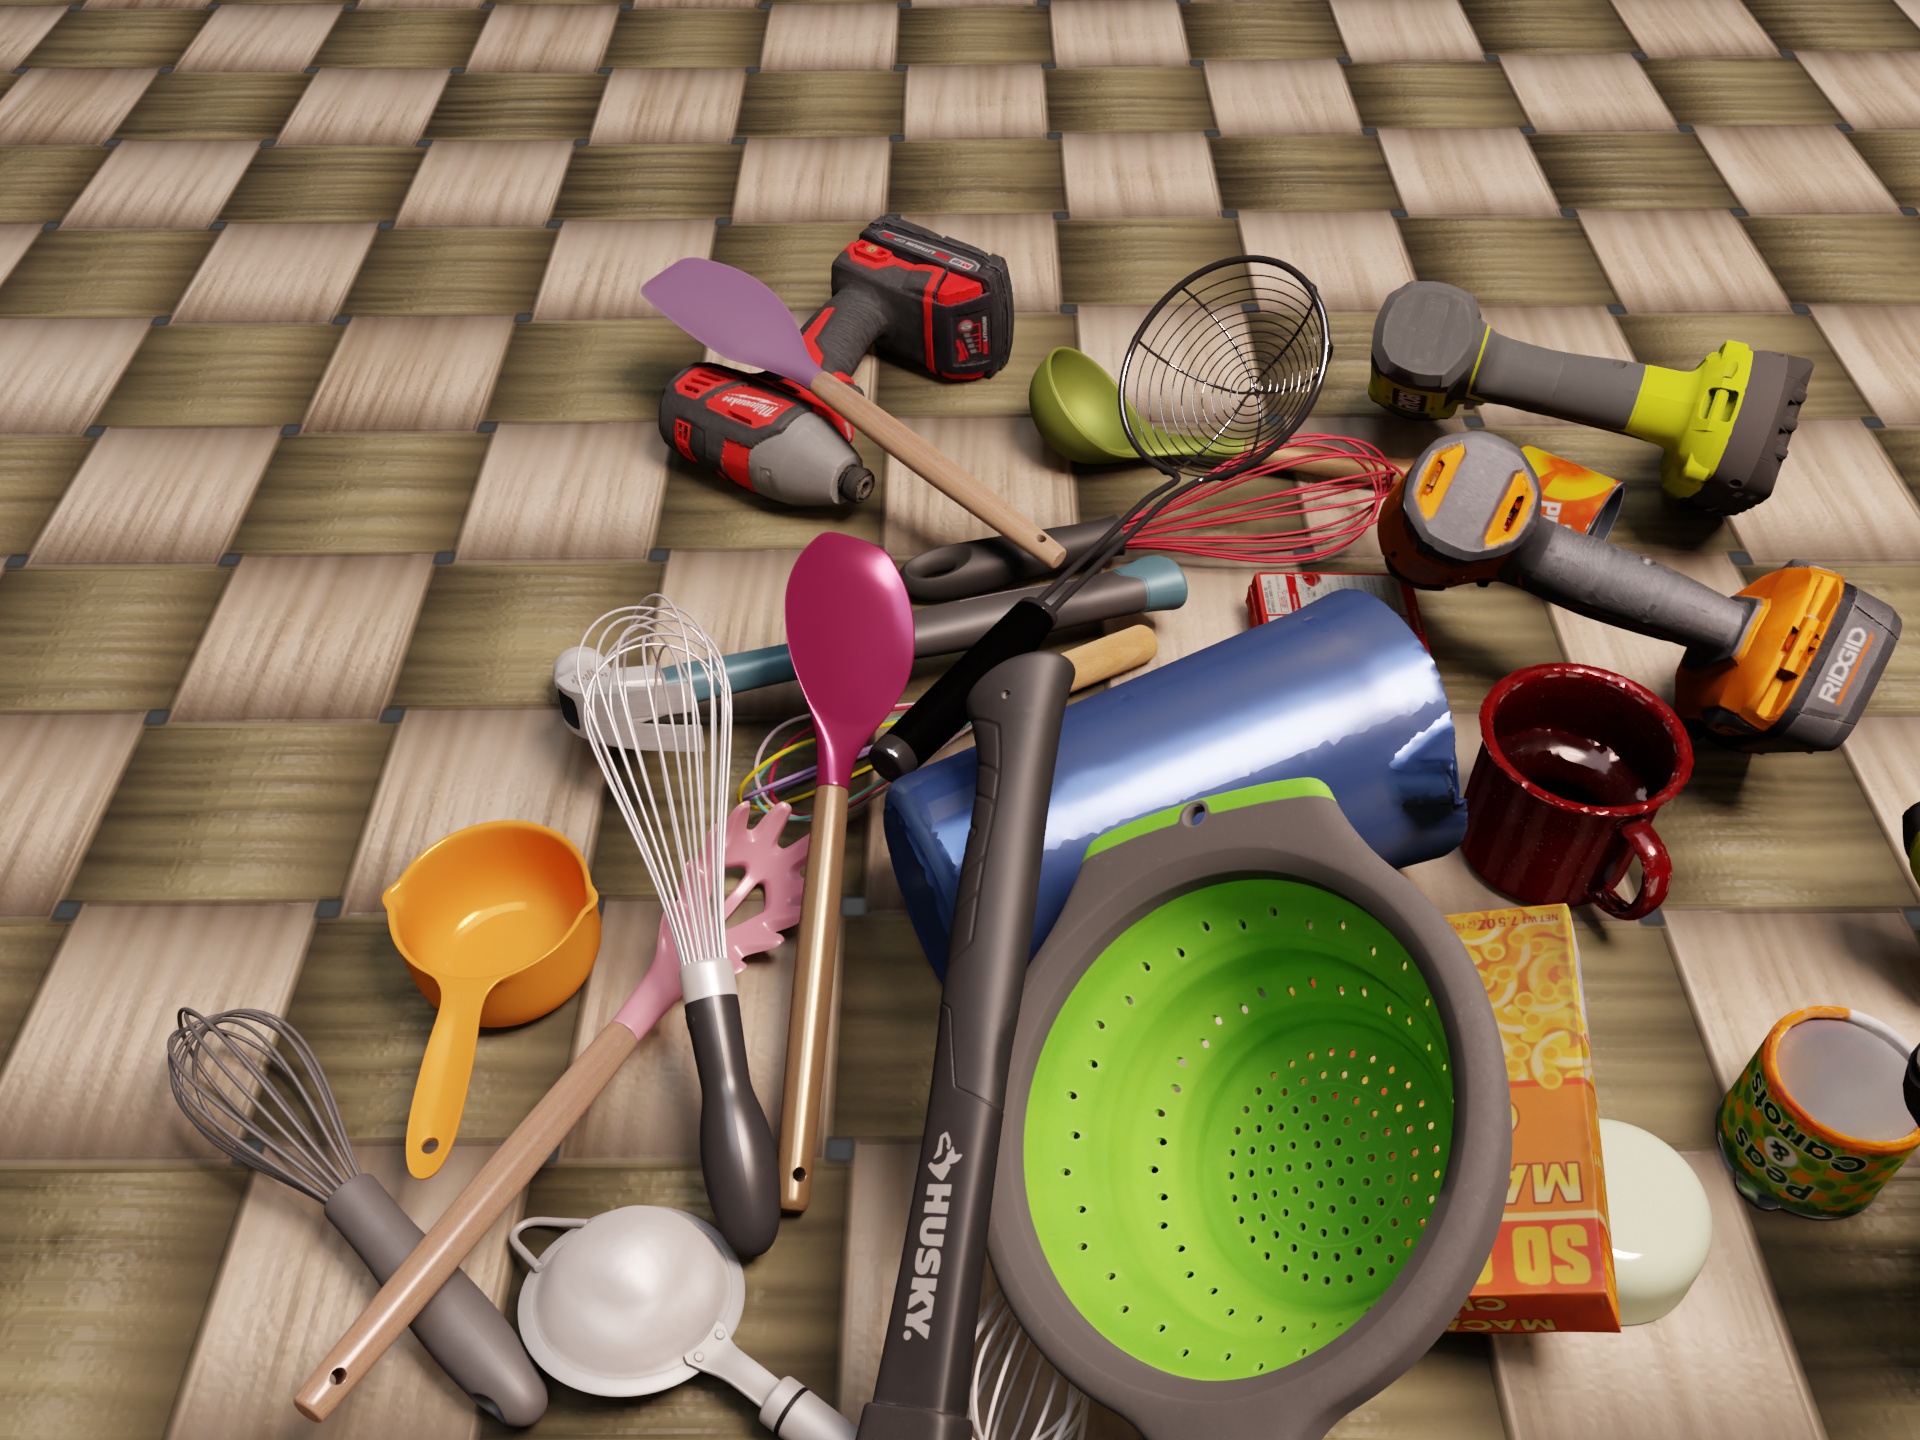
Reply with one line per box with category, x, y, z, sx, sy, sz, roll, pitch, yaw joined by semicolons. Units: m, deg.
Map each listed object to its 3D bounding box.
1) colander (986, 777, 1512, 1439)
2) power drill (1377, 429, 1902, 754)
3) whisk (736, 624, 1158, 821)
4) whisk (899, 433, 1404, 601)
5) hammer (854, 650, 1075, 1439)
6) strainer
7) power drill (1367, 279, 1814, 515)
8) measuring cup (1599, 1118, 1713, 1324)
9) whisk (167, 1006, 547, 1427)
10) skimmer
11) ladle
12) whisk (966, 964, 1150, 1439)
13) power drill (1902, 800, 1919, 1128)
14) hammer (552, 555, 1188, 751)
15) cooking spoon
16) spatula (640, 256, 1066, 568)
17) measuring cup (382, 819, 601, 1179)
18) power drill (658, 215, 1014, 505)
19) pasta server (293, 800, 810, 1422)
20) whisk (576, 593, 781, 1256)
colander;0.107;0.219;0.527;0.204;0.094;0.397;-20;54;34
power drill;0.316;-0.064;0.790;0.226;0.164;0.084;26;91;7
whisk;-0.001;-0.003;0.808;0.245;0.047;0.051;-21;34;-23
whisk;0.109;-0.109;0.899;0.296;0.073;0.073;-12;48;-2
hammer;0.009;0.123;0.573;0.146;0.035;0.335;-8;58;31
strainer;-0.070;0.245;0.587;0.258;0.050;0.087;29;40;20
power drill;0.349;-0.186;0.915;0.223;0.171;0.080;18;95;14
measuring cup;0.238;0.163;0.655;0.083;0.038;0.168;-19;52;-16
whisk;-0.244;0.193;0.634;0.239;0.055;0.055;37;58;24
skimmer;0.065;-0.112;0.798;0.127;0.090;0.363;15;47;39
ladle;0.198;-0.168;0.951;0.320;0.062;0.078;10;43;6
whisk;0.052;0.190;0.635;0.059;0.058;0.246;38;47;-11
power drill;0.414;0.127;0.604;0.080;0.190;0.229;-23;25;42
hammer;-0.041;-0.041;0.825;0.331;0.033;0.128;-13;19;-15
cooking spoon;-0.060;0.055;0.713;0.068;0.017;0.319;16;62;-24
spatula;-0.061;-0.181;0.908;0.316;0.018;0.060;39;65;20
measuring cup;-0.207;0.126;0.689;0.095;0.052;0.174;0;49;1
power drill;-0.066;-0.215;0.986;0.143;0.078;0.220;28;56;24
pasta server;-0.152;0.145;0.653;0.060;0.040;0.316;41;46;-3
whisk;-0.112;0.079;0.669;0.070;0.070;0.285;-10;72;-9
